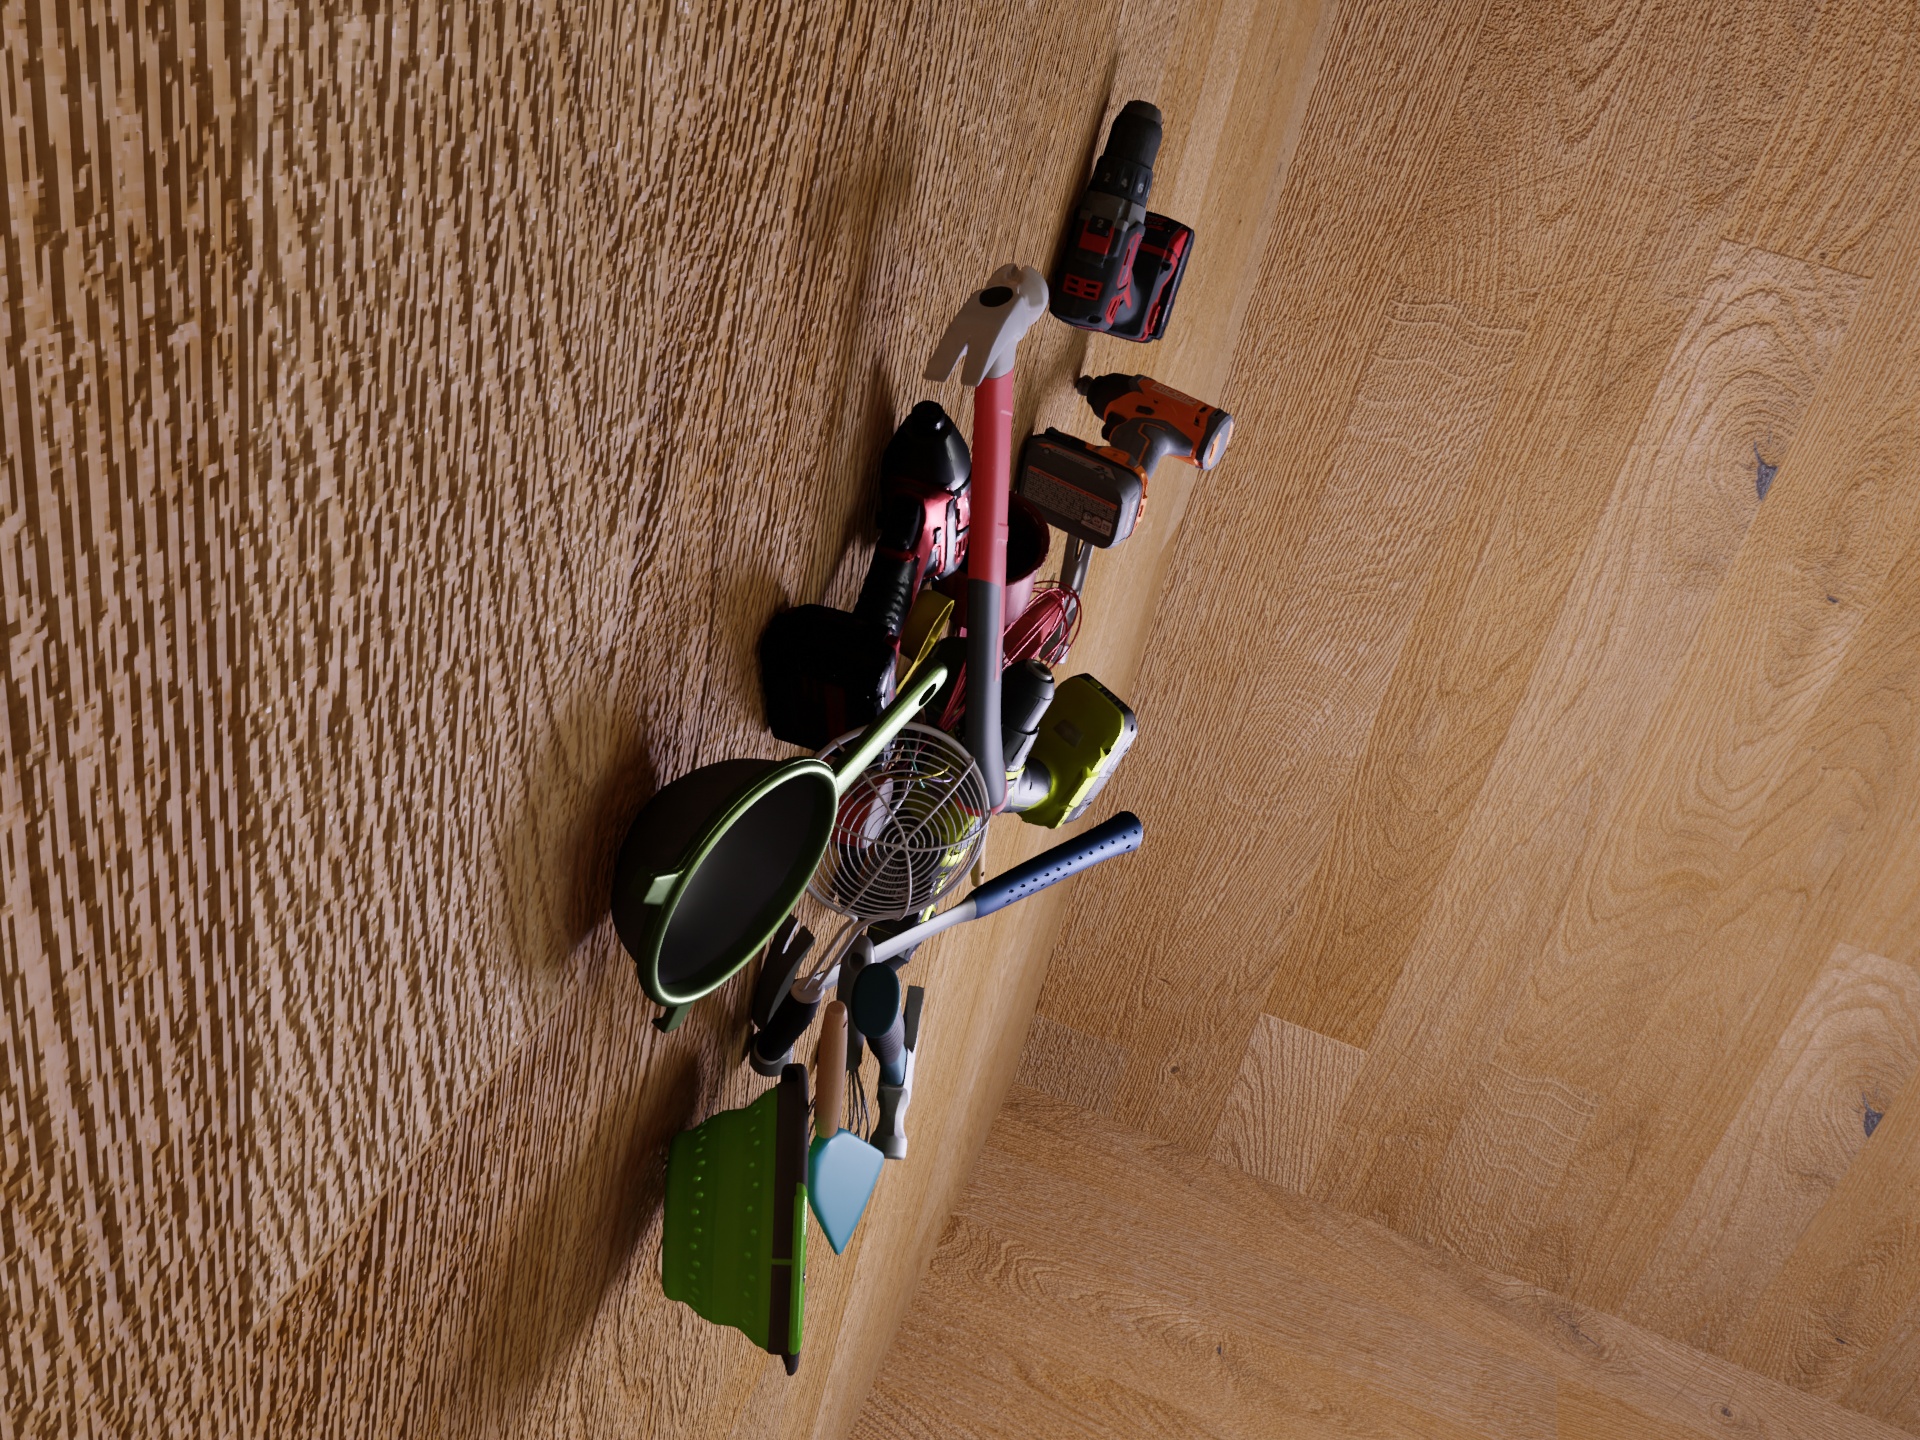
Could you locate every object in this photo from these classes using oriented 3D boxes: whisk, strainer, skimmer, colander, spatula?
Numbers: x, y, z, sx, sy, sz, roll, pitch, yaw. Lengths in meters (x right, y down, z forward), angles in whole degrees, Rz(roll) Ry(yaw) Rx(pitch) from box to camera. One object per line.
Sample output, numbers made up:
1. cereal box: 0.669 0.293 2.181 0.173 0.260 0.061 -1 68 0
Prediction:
1. whisk: -0.040 0.006 1.190 0.047 0.051 0.245 -31 -166 5
2. whisk: -0.090 0.260 1.231 0.055 0.055 0.238 -54 157 -57
3. strainer: -0.105 0.037 0.861 0.256 0.069 0.151 -48 159 -32
4. whisk: -0.002 -0.004 1.297 0.296 0.073 0.073 -49 164 -13
5. skimmer: -0.086 0.130 1.060 0.363 0.127 0.090 123 -31 -53
6. colander: -0.165 0.337 1.169 0.397 0.094 0.204 -171 -96 -83
7. spatula: -0.077 0.263 1.053 0.317 0.044 0.082 99 16 -54

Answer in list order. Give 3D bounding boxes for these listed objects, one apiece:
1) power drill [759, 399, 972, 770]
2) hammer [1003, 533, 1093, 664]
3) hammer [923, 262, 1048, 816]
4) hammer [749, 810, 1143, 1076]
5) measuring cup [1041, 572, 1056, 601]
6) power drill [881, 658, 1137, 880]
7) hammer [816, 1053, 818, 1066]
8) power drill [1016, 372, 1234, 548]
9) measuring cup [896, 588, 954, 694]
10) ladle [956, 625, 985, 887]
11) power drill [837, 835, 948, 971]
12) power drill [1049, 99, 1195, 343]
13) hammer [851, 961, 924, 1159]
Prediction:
1. power drill: -0.048 -0.092 1.008 0.143 0.078 0.220 94 16 -57
2. hammer: 0.086 -0.110 1.537 0.359 0.037 0.149 -40 144 -77
3. hammer: 0.013 -0.083 1.020 0.143 0.038 0.386 -63 160 -50
4. hammer: 0.001 0.154 1.306 0.405 0.035 0.144 -22 137 -36
5. measuring cup: 0.061 -0.107 1.649 0.083 0.038 0.168 99 12 -44
6. power drill: 0.051 0.026 1.269 0.190 0.080 0.228 -57 159 23
7. hammer: -0.061 0.203 1.582 0.146 0.035 0.335 91 21 -58
8. power drill: 0.145 -0.265 1.533 0.226 0.164 0.084 -43 153 -42
9. measuring cup: -0.057 -0.034 1.219 0.156 0.029 0.062 -56 175 -10
10. ladle: 0.018 0.016 1.490 0.069 0.031 0.315 -24 123 -45
11. power drill: -0.050 0.144 1.426 0.223 0.080 0.171 86 26 -73
12. power drill: 0.148 -0.431 1.408 0.226 0.080 0.188 -22 130 -73
13. hammer: -0.051 0.227 1.119 0.330 0.033 0.128 90 6 -69
